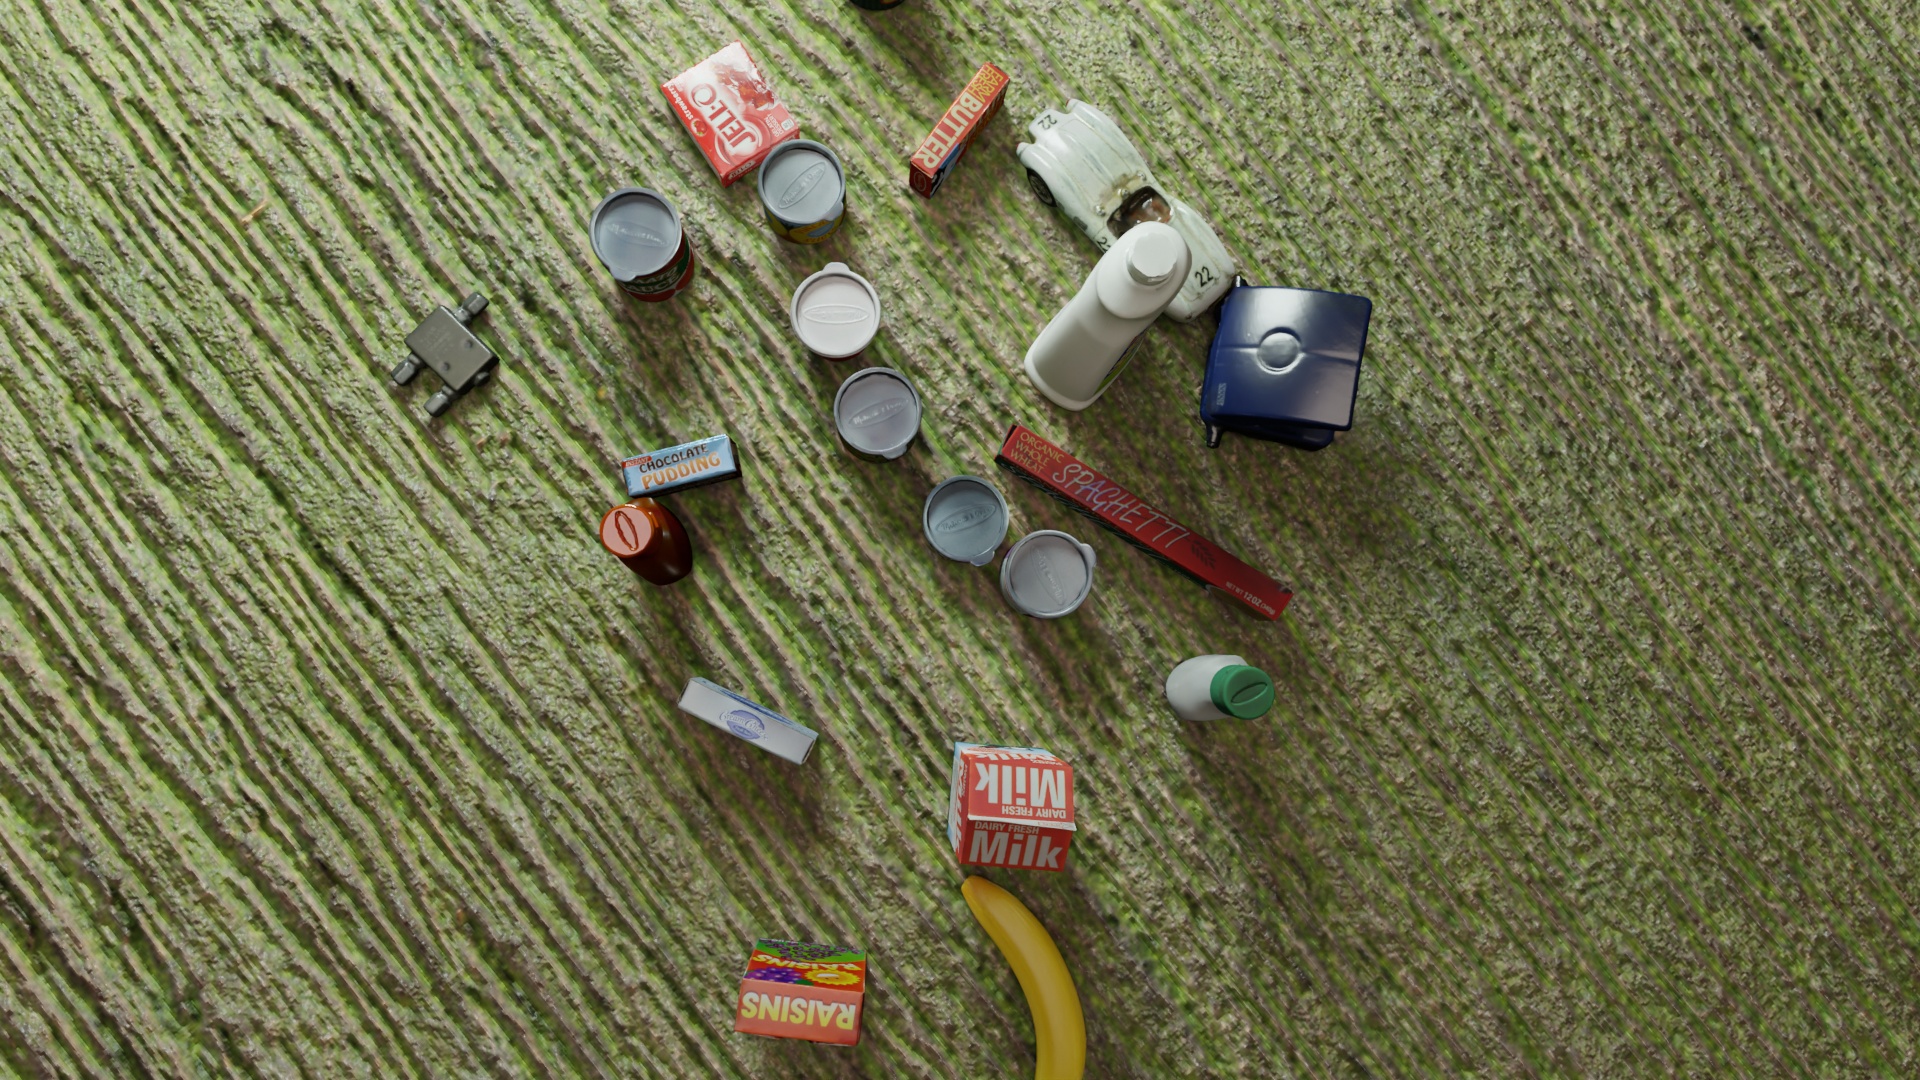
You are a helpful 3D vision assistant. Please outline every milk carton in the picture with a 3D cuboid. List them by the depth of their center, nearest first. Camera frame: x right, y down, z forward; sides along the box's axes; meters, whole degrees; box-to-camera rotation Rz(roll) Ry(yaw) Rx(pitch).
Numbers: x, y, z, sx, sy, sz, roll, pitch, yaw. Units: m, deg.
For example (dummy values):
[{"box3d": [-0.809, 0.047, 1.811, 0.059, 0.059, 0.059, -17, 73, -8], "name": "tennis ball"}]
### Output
[{"box3d": [0.033, 0.186, 0.976, 0.072, 0.190, 0.073, 5, 86, -3], "name": "milk carton"}]

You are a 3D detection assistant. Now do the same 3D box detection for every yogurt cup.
[{"box3d": [-0.095, -0.169, 1.065, 0.072, 0.054, 0.072, 0, 86, -4], "name": "yogurt cup"}]

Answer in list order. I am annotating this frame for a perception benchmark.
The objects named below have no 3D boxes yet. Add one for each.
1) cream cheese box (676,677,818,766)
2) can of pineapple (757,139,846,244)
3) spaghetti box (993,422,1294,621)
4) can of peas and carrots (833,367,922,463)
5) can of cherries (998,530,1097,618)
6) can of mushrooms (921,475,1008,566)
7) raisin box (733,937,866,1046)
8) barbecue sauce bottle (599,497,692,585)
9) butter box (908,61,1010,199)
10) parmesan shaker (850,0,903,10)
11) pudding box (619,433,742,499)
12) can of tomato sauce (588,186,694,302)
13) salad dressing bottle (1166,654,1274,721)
[{"box3d": [-0.158, 0.134, 1.036, 0.104, 0.053, 0.024, 26, 85, -1], "name": "cream cheese box"}, {"box3d": [-0.120, -0.265, 1.069, 0.071, 0.058, 0.071, 0, 86, -4], "name": "can of pineapple"}, {"box3d": [0.138, -0.013, 1.069, 0.250, 0.050, 0.029, 31, 85, -1], "name": "spaghetti box"}, {"box3d": [-0.062, -0.092, 1.058, 0.071, 0.058, 0.071, 0, 86, -4], "name": "can of peas and carrots"}, {"box3d": [0.066, 0.026, 1.057, 0.071, 0.058, 0.071, 0, 86, -4], "name": "can of cherries"}, {"box3d": [0.004, -0.013, 1.069, 0.071, 0.033, 0.071, 0, 85, -4], "name": "can of mushrooms"}, {"box3d": [-0.111, 0.320, 0.989, 0.086, 0.123, 0.040, 8, 86, -3], "name": "raisin box"}, {"box3d": [-0.226, -0.002, 0.996, 0.044, 0.148, 0.065, -24, 88, -5], "name": "barbecue sauce bottle"}, {"box3d": [-0.002, -0.320, 1.084, 0.024, 0.053, 0.103, 37, 84, 0], "name": "butter box"}, {"box3d": [-0.062, -0.462, 1.066, 0.071, 0.103, 0.071, 0, 86, -3], "name": "parmesan shaker"}, {"box3d": [-0.210, -0.055, 1.050, 0.084, 0.049, 0.030, -14, 87, -5], "name": "pudding box"}, {"box3d": [-0.238, -0.219, 1.045, 0.071, 0.083, 0.071, 0, 86, -4], "name": "can of tomato sauce"}, {"box3d": [0.190, 0.108, 1.013, 0.064, 0.147, 0.044, -25, 88, -5], "name": "salad dressing bottle"}]
